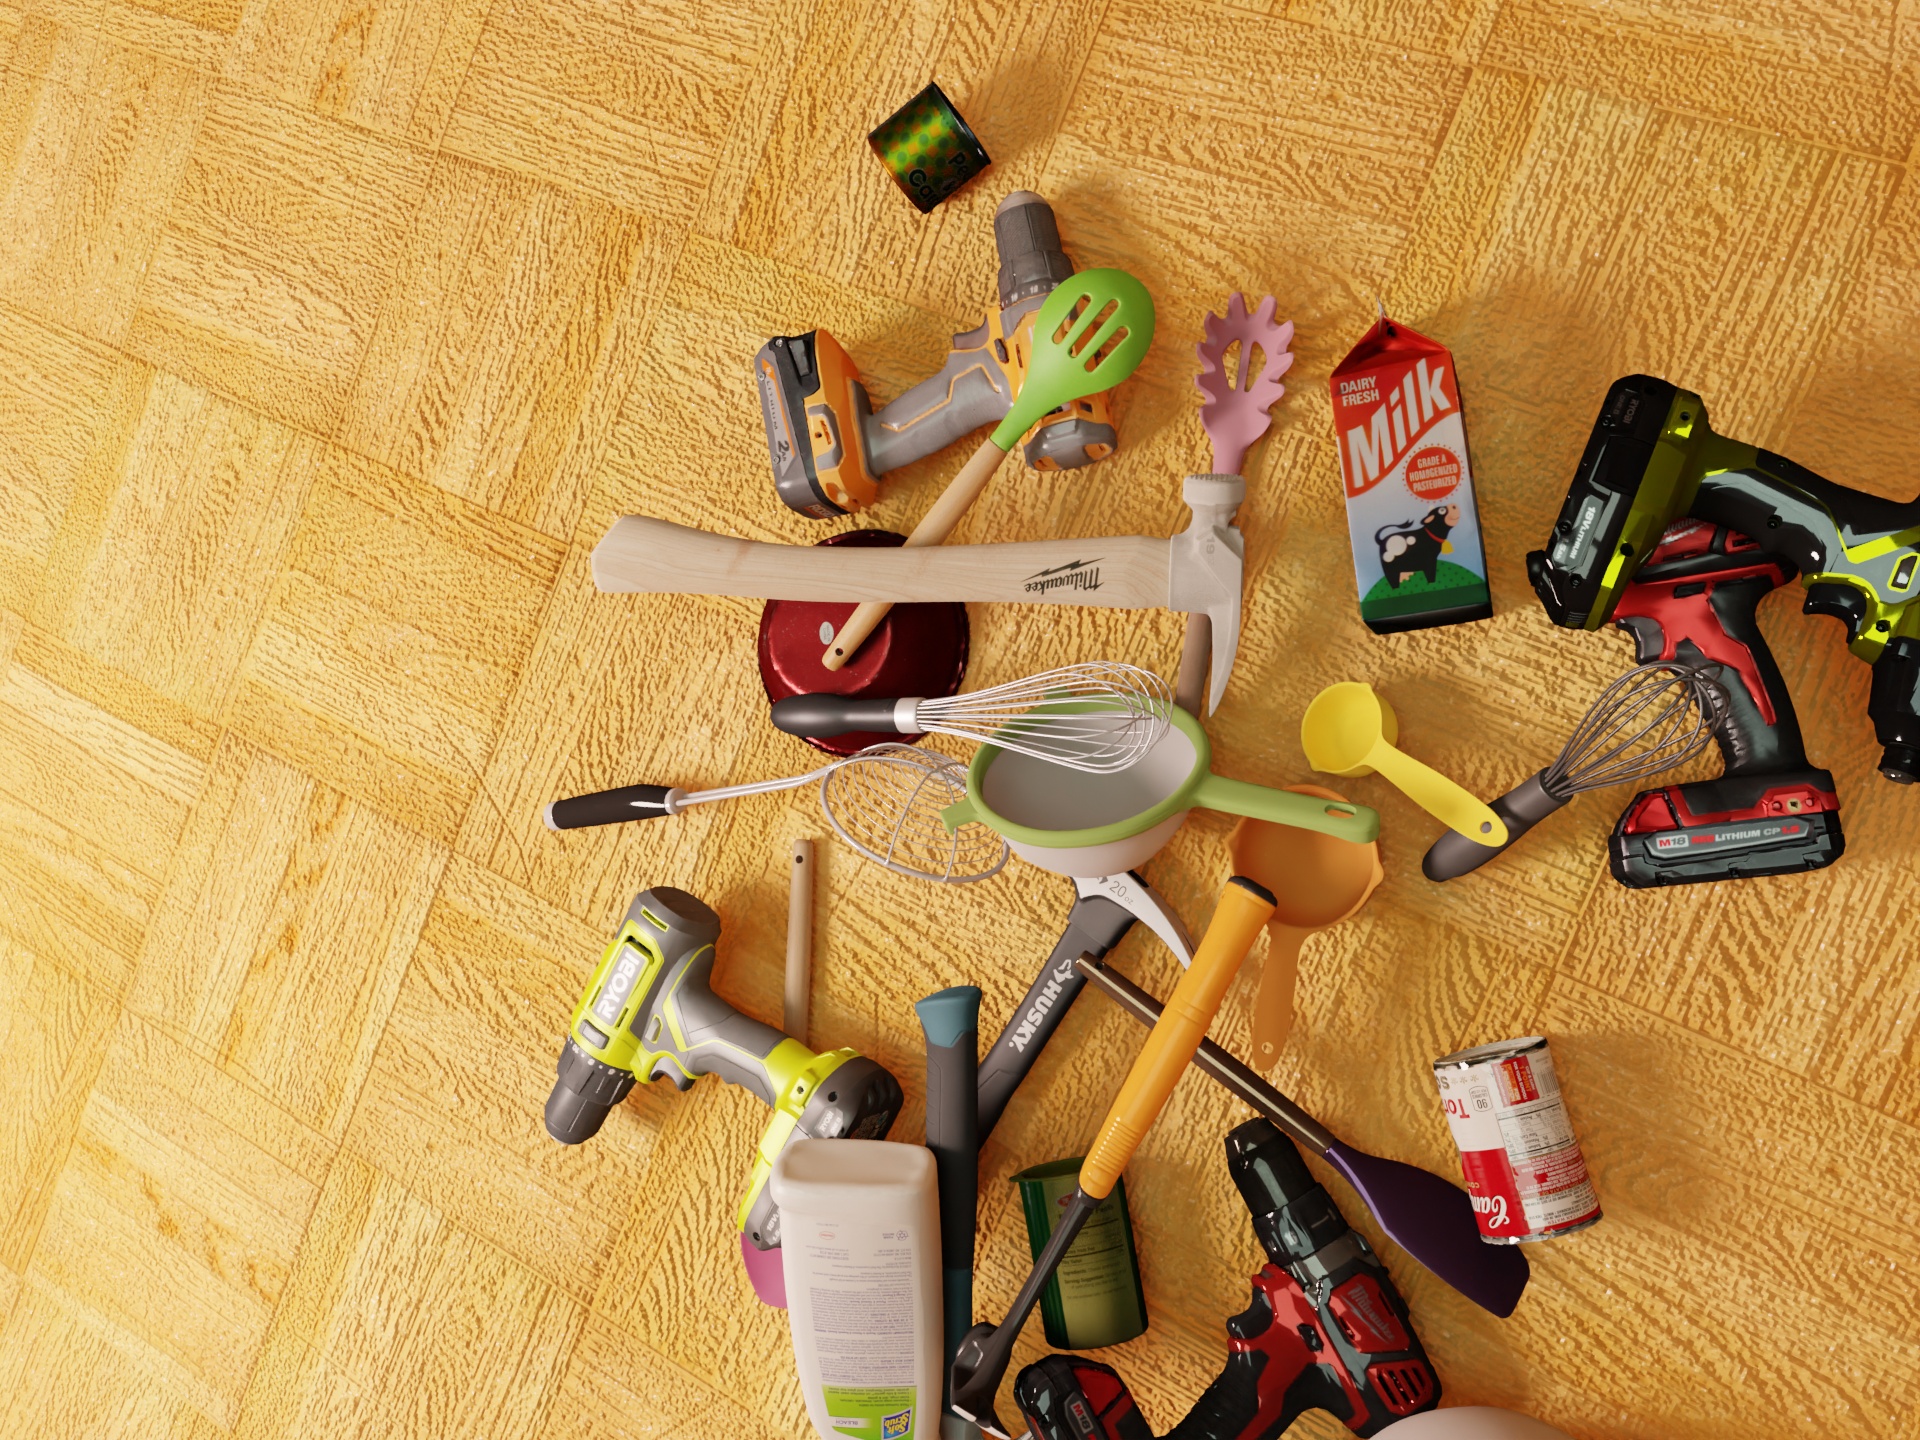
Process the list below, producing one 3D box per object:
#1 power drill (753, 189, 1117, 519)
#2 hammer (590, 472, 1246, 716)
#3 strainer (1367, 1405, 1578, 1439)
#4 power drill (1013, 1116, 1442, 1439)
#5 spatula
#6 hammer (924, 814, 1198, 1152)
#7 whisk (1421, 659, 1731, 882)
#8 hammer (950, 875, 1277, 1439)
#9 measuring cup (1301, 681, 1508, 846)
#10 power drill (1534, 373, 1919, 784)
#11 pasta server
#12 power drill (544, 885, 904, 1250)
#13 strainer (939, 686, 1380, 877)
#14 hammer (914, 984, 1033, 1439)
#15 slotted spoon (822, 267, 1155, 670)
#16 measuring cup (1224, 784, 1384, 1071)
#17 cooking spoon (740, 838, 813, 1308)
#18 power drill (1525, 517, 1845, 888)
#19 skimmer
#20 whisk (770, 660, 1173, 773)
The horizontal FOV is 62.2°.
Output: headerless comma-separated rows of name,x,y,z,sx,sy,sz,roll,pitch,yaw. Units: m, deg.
power drill,-0.019,-0.241,1.064,0.226,0.084,0.185,-13,82,15
hammer,-0.031,-0.083,0.998,0.410,0.038,0.146,2,105,10
strainer,0.209,0.430,0.836,0.211,0.340,0.095,-64,31,17
power drill,0.144,0.357,0.920,0.226,0.080,0.188,-25,76,-14
spatula,0.199,0.236,0.948,0.316,0.060,0.018,36,140,13
hammer,0.027,0.238,1.032,0.146,0.035,0.335,34,98,20
whisk,0.325,0.034,0.866,0.055,0.055,0.239,57,147,15
hammer,0.089,0.239,0.904,0.034,0.127,0.337,30,85,4
measuring cup,0.264,0.031,0.931,0.157,0.029,0.062,42,108,44
power drill,0.423,-0.078,0.818,0.223,0.080,0.171,21,87,19
pasta server,0.160,-0.109,1.007,0.060,0.040,0.316,10,90,10
power drill,-0.170,0.247,1.065,0.229,0.080,0.190,32,99,23
strainer,0.127,0.058,0.956,0.256,0.151,0.069,11,130,31
hammer,-0.006,0.323,0.989,0.128,0.033,0.331,6,102,31
slotted spoon,0.010,-0.152,1.005,0.070,0.031,0.313,39,105,-1
measuring cup,0.204,0.125,0.966,0.095,0.052,0.173,11,92,21
cooking spoon,-0.114,0.241,1.093,0.069,0.017,0.319,1,87,21
power drill,0.404,-0.020,0.891,0.143,0.078,0.220,-8,80,19
skimmer,-0.139,0.076,1.086,0.363,0.127,0.090,-9,103,31
whisk,-0.001,-0.004,0.988,0.285,0.070,0.070,1,86,30
